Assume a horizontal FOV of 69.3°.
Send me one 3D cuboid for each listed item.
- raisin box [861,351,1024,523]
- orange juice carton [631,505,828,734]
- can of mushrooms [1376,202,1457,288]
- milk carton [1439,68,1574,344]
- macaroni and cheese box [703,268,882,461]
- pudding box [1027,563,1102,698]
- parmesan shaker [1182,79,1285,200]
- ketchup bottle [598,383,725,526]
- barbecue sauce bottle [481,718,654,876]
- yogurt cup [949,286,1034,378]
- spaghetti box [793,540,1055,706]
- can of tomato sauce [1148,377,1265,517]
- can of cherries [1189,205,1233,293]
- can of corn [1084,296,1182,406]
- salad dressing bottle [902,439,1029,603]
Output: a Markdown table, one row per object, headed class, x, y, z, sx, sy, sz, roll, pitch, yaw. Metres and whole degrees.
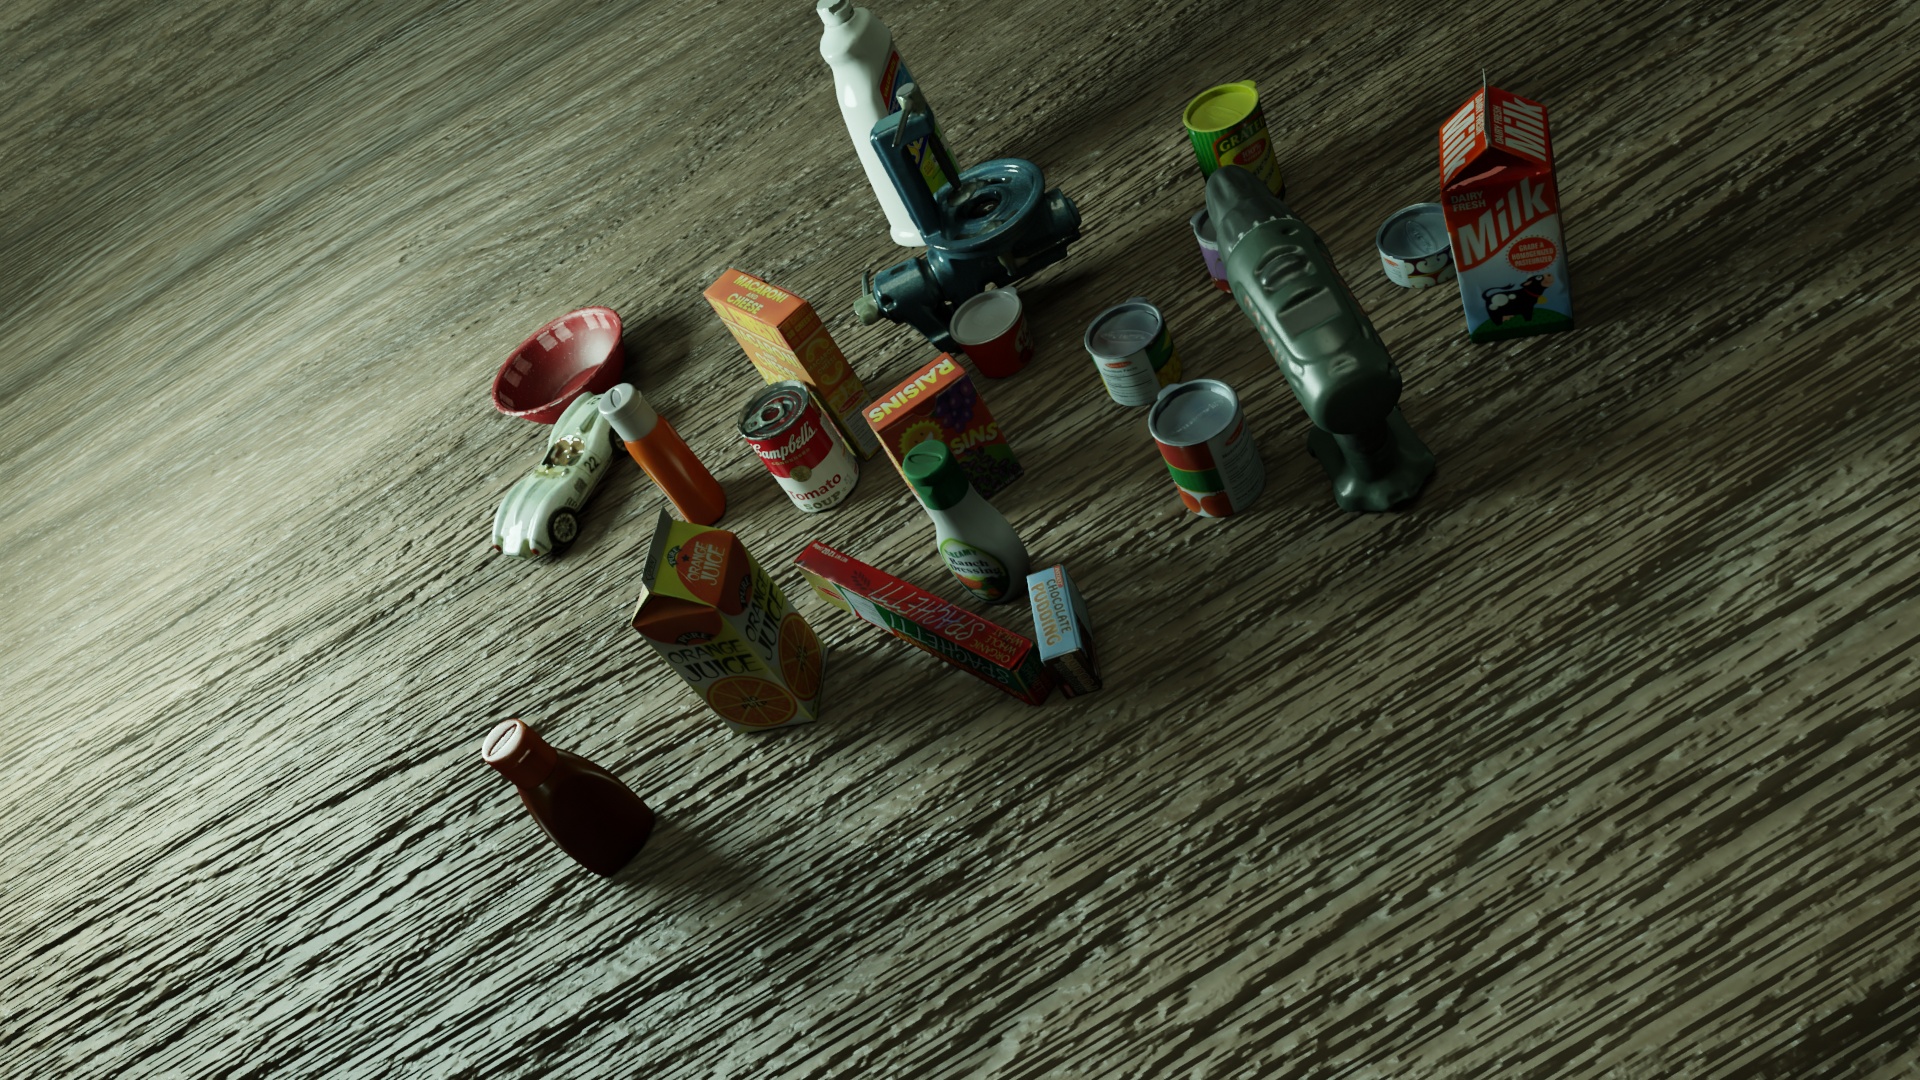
| class | x | y | z | sx | sy | sz | roll | pitch | yaw |
| --- | --- | --- | --- | --- | --- | --- | --- | --- | --- |
| raisin box | -0.013 | -0.077 | 1.110 | 0.086 | 0.123 | 0.040 | -35 | 43 | -3 |
| orange juice carton | -0.177 | 0.060 | 1.027 | 0.073 | 0.192 | 0.072 | -13 | 46 | 20 |
| can of mushrooms | 0.369 | -0.235 | 1.102 | 0.071 | 0.033 | 0.071 | -16 | 45 | 17 |
| milk carton | 0.382 | -0.233 | 0.977 | 0.073 | 0.189 | 0.073 | -6 | 49 | 26 |
| macaroni and cheese box | -0.141 | -0.156 | 1.225 | 0.040 | 0.165 | 0.124 | -46 | 44 | -14 |
| pudding box | 0.074 | 0.064 | 0.984 | 0.030 | 0.049 | 0.084 | -21 | 44 | 12 |
| parmesan shaker | 0.244 | -0.341 | 1.220 | 0.071 | 0.102 | 0.072 | -16 | 45 | 17 |
| ketchup bottle | -0.265 | -0.077 | 1.236 | 0.043 | 0.148 | 0.065 | -31 | 43 | 2 |
| barbecue sauce bottle | -0.286 | 0.184 | 1.008 | 0.044 | 0.148 | 0.065 | 21 | 64 | 41 |
| yogurt cup | 0.031 | -0.181 | 1.232 | 0.072 | 0.053 | 0.073 | -16 | 45 | 17 |
| spaghetti box | -0.031 | 0.059 | 1.049 | 0.250 | 0.050 | 0.029 | 23 | 65 | 42 |
| can of tomato sauce | 0.181 | -0.068 | 1.020 | 0.071 | 0.082 | 0.071 | -16 | 45 | 17 |
| can of cherries | 0.235 | -0.252 | 1.177 | 0.071 | 0.058 | 0.072 | -16 | 45 | 17 |
| can of corn | 0.144 | -0.155 | 1.140 | 0.071 | 0.058 | 0.071 | -16 | 45 | 17 |
| salad dressing bottle | 0.004 | -0.013 | 1.023 | 0.064 | 0.147 | 0.044 | 4 | 54 | 33 |
